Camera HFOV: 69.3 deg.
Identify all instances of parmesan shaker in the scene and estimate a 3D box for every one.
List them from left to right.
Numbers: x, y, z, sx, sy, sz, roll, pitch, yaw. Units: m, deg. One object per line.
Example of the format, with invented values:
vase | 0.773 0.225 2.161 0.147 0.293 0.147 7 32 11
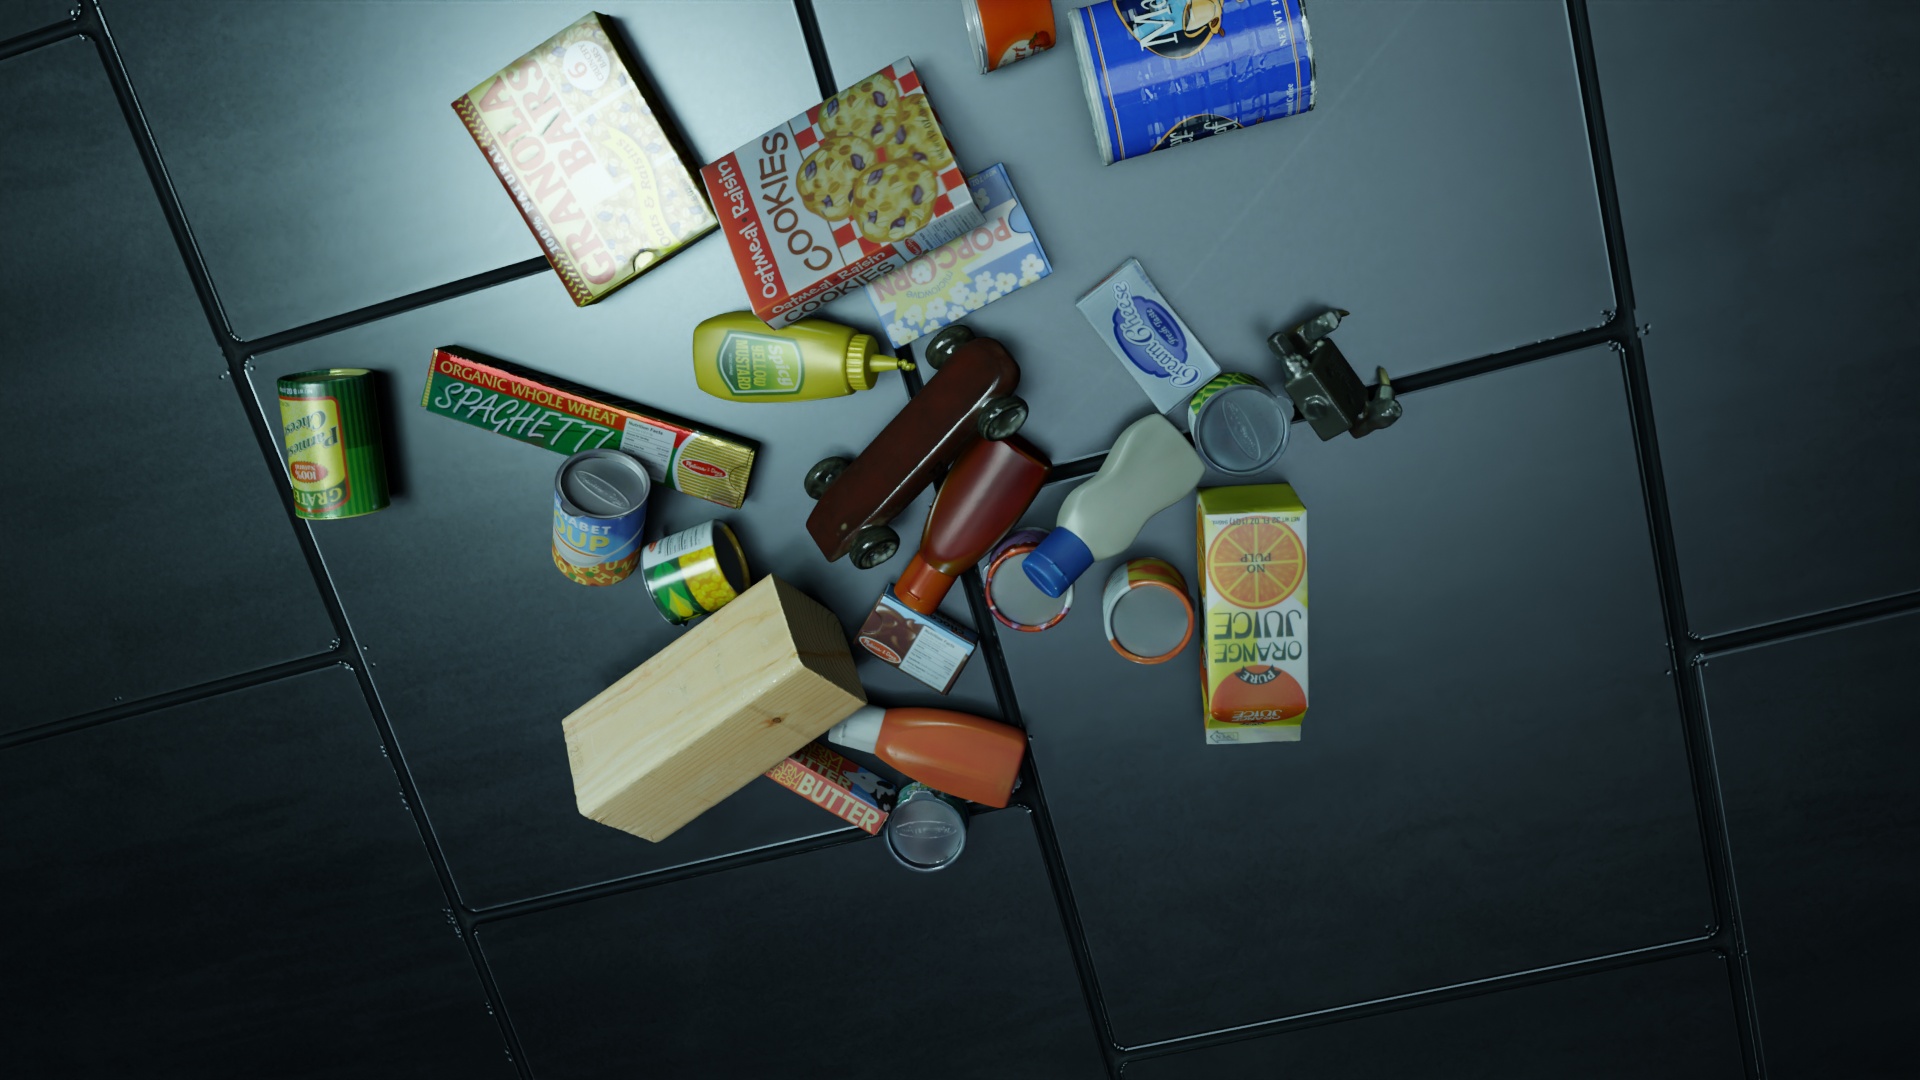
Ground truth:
parmesan shaker | -0.471 -0.073 1.039 0.071 0.071 0.102 -1 105 5

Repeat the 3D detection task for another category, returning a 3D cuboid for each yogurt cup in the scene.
yogurt cup | 0.031 -0.351 0.926 0.054 0.072 0.072 -14 104 0

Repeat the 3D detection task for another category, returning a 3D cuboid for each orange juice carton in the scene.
orange juice carton | 0.213 0.060 1.018 0.072 0.073 0.192 -3 105 5

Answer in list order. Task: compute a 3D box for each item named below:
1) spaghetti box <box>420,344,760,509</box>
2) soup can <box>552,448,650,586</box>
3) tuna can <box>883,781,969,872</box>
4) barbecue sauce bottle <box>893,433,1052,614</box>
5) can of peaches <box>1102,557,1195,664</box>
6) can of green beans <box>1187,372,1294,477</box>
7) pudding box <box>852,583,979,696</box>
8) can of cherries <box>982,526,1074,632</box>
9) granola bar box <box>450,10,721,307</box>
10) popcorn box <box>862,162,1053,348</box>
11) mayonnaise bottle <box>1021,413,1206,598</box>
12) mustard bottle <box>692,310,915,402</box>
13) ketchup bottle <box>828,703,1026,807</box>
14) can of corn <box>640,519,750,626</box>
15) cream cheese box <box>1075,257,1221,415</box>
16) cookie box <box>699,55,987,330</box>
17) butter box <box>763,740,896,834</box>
spaghetti box | -0.275 -0.086 1.039 0.250 0.029 0.050 18 106 -1
soup can | -0.267 -0.015 1.020 0.071 0.072 0.083 21 138 -1
tuna can | -0.027 0.224 1.102 0.071 0.033 0.071 1 105 4
barbecue sauce bottle | 0.004 -0.013 1.029 0.065 0.044 0.148 36 106 8
can of peaches | 0.141 0.052 1.029 0.071 0.058 0.071 1 105 5
can of green beans | 0.197 -0.083 0.987 0.071 0.058 0.071 1 105 4
pudding box | -0.033 0.075 1.063 0.084 0.030 0.049 30 107 -4
can of cherries | 0.050 0.030 1.030 0.071 0.058 0.071 1 105 4
granola bar box | -0.260 -0.267 0.983 0.124 0.039 0.165 -28 101 12
popcorn box | -0.009 -0.201 0.982 0.126 0.038 0.085 -24 101 11
mayonnaise bottle | 0.106 -0.022 0.987 0.148 0.041 0.064 -44 98 -15
mustard bottle | -0.111 -0.130 0.993 0.160 0.049 0.065 4 112 14
ketchup bottle | -0.027 0.158 1.078 0.149 0.044 0.064 16 106 0
can of corn | -0.197 0.025 1.044 0.058 0.071 0.071 -20 103 10
cream cheese box | 0.135 -0.146 0.993 0.053 0.024 0.103 -38 99 13
cookie box | -0.082 -0.236 0.951 0.167 0.040 0.123 -25 72 11
butter box | -0.102 0.187 1.087 0.103 0.053 0.024 30 104 -4
